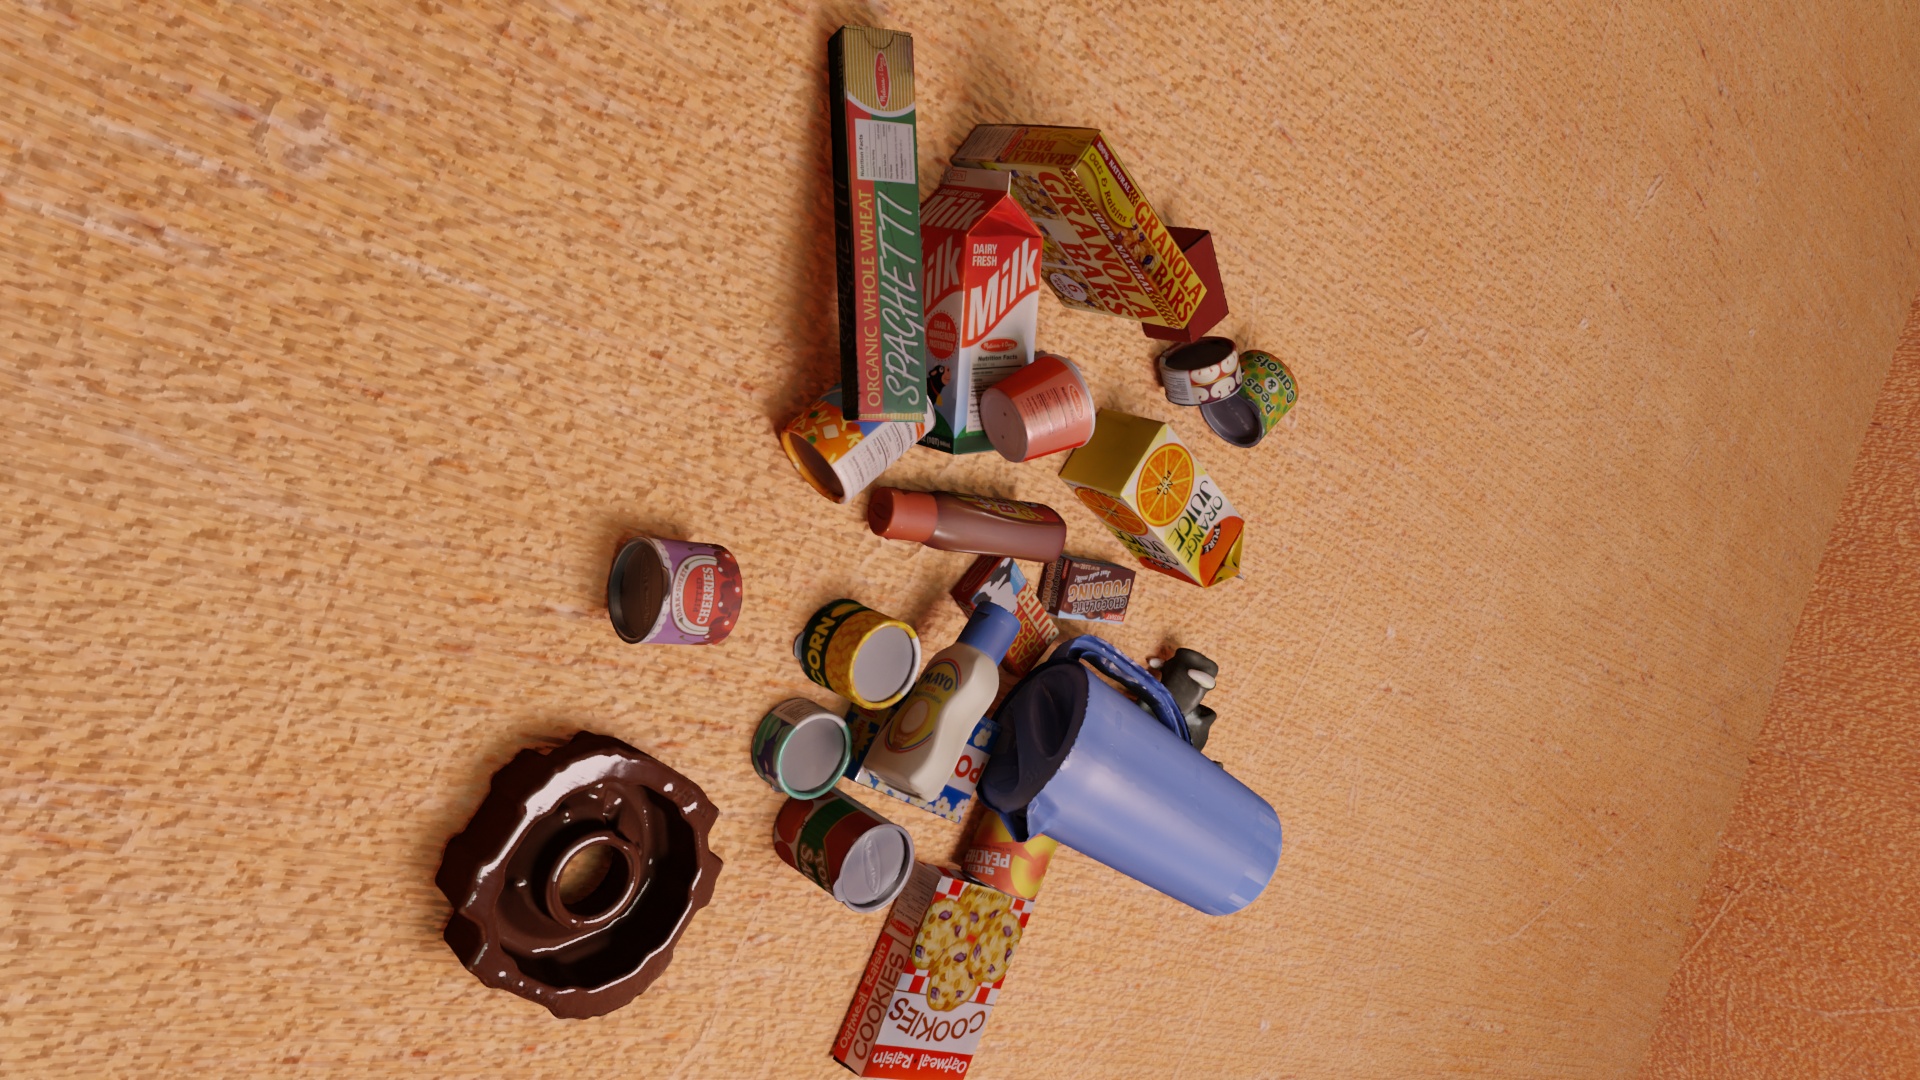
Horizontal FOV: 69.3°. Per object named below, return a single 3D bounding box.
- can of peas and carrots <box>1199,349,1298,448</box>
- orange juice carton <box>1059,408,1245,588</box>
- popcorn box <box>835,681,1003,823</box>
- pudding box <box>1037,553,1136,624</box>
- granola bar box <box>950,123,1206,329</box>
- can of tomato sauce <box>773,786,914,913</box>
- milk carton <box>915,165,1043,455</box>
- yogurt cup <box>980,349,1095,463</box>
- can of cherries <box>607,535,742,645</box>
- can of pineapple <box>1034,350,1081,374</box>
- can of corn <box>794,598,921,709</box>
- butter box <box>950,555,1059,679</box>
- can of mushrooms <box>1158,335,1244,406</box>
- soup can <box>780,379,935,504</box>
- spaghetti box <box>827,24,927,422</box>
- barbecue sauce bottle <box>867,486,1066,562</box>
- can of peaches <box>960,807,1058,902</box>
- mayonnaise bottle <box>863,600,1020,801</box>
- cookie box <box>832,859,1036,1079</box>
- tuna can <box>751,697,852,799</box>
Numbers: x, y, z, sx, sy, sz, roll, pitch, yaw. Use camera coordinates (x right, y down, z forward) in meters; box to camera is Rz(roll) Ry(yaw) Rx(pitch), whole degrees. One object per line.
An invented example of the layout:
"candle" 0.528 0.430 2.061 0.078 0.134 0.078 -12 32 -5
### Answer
"can of peas and carrots" 0.252 -0.125 1.206 0.059 0.071 0.070 -43 128 -25
"orange juice carton" 0.172 -0.024 1.163 0.192 0.072 0.073 43 74 -41
"popcorn box" -0.032 0.156 1.055 0.126 0.038 0.085 33 80 -43
"pudding box" 0.104 0.041 1.150 0.084 0.030 0.049 10 97 -43
"granola bar box" 0.086 -0.224 0.987 0.039 0.124 0.165 -56 132 -12
"can of tomato sauce" -0.086 0.220 0.995 0.071 0.083 0.071 -15 113 -39
"milk carton" 0.005 -0.162 0.969 0.074 0.072 0.190 -9 110 -40
"yogurt cup" 0.050 -0.087 0.940 0.054 0.072 0.072 -25 119 -26
"can of cherries" -0.176 0.033 0.863 0.058 0.071 0.071 7 98 -44
"can of pineapple" 0.049 -0.109 1.034 0.071 0.058 0.070 -15 113 -38
"can of corn" -0.072 0.080 0.982 0.071 0.058 0.071 -15 112 -39
"butter box" 0.037 0.058 1.098 0.053 0.024 0.103 -50 130 -20
"can of mushrooms" 0.202 -0.143 1.157 0.071 0.071 0.033 -36 123 -29
"soup can" -0.071 -0.076 0.932 0.084 0.071 0.071 -43 128 -22
"spaghetti box" -0.053 -0.199 0.886 0.050 0.028 0.250 -2 90 -27
"barbecue sauce bottle" 0.004 -0.013 1.023 0.149 0.065 0.043 7 104 -35
"can of peaches" 0.040 0.254 1.132 0.071 0.071 0.058 28 83 -44
"mayonnaise bottle" -0.008 0.112 0.997 0.041 0.065 0.148 48 65 -36
"cookie box" -0.019 0.353 1.128 0.123 0.040 0.167 27 83 -44
"tuna can" -0.112 0.150 0.985 0.071 0.033 0.071 -14 112 -39
